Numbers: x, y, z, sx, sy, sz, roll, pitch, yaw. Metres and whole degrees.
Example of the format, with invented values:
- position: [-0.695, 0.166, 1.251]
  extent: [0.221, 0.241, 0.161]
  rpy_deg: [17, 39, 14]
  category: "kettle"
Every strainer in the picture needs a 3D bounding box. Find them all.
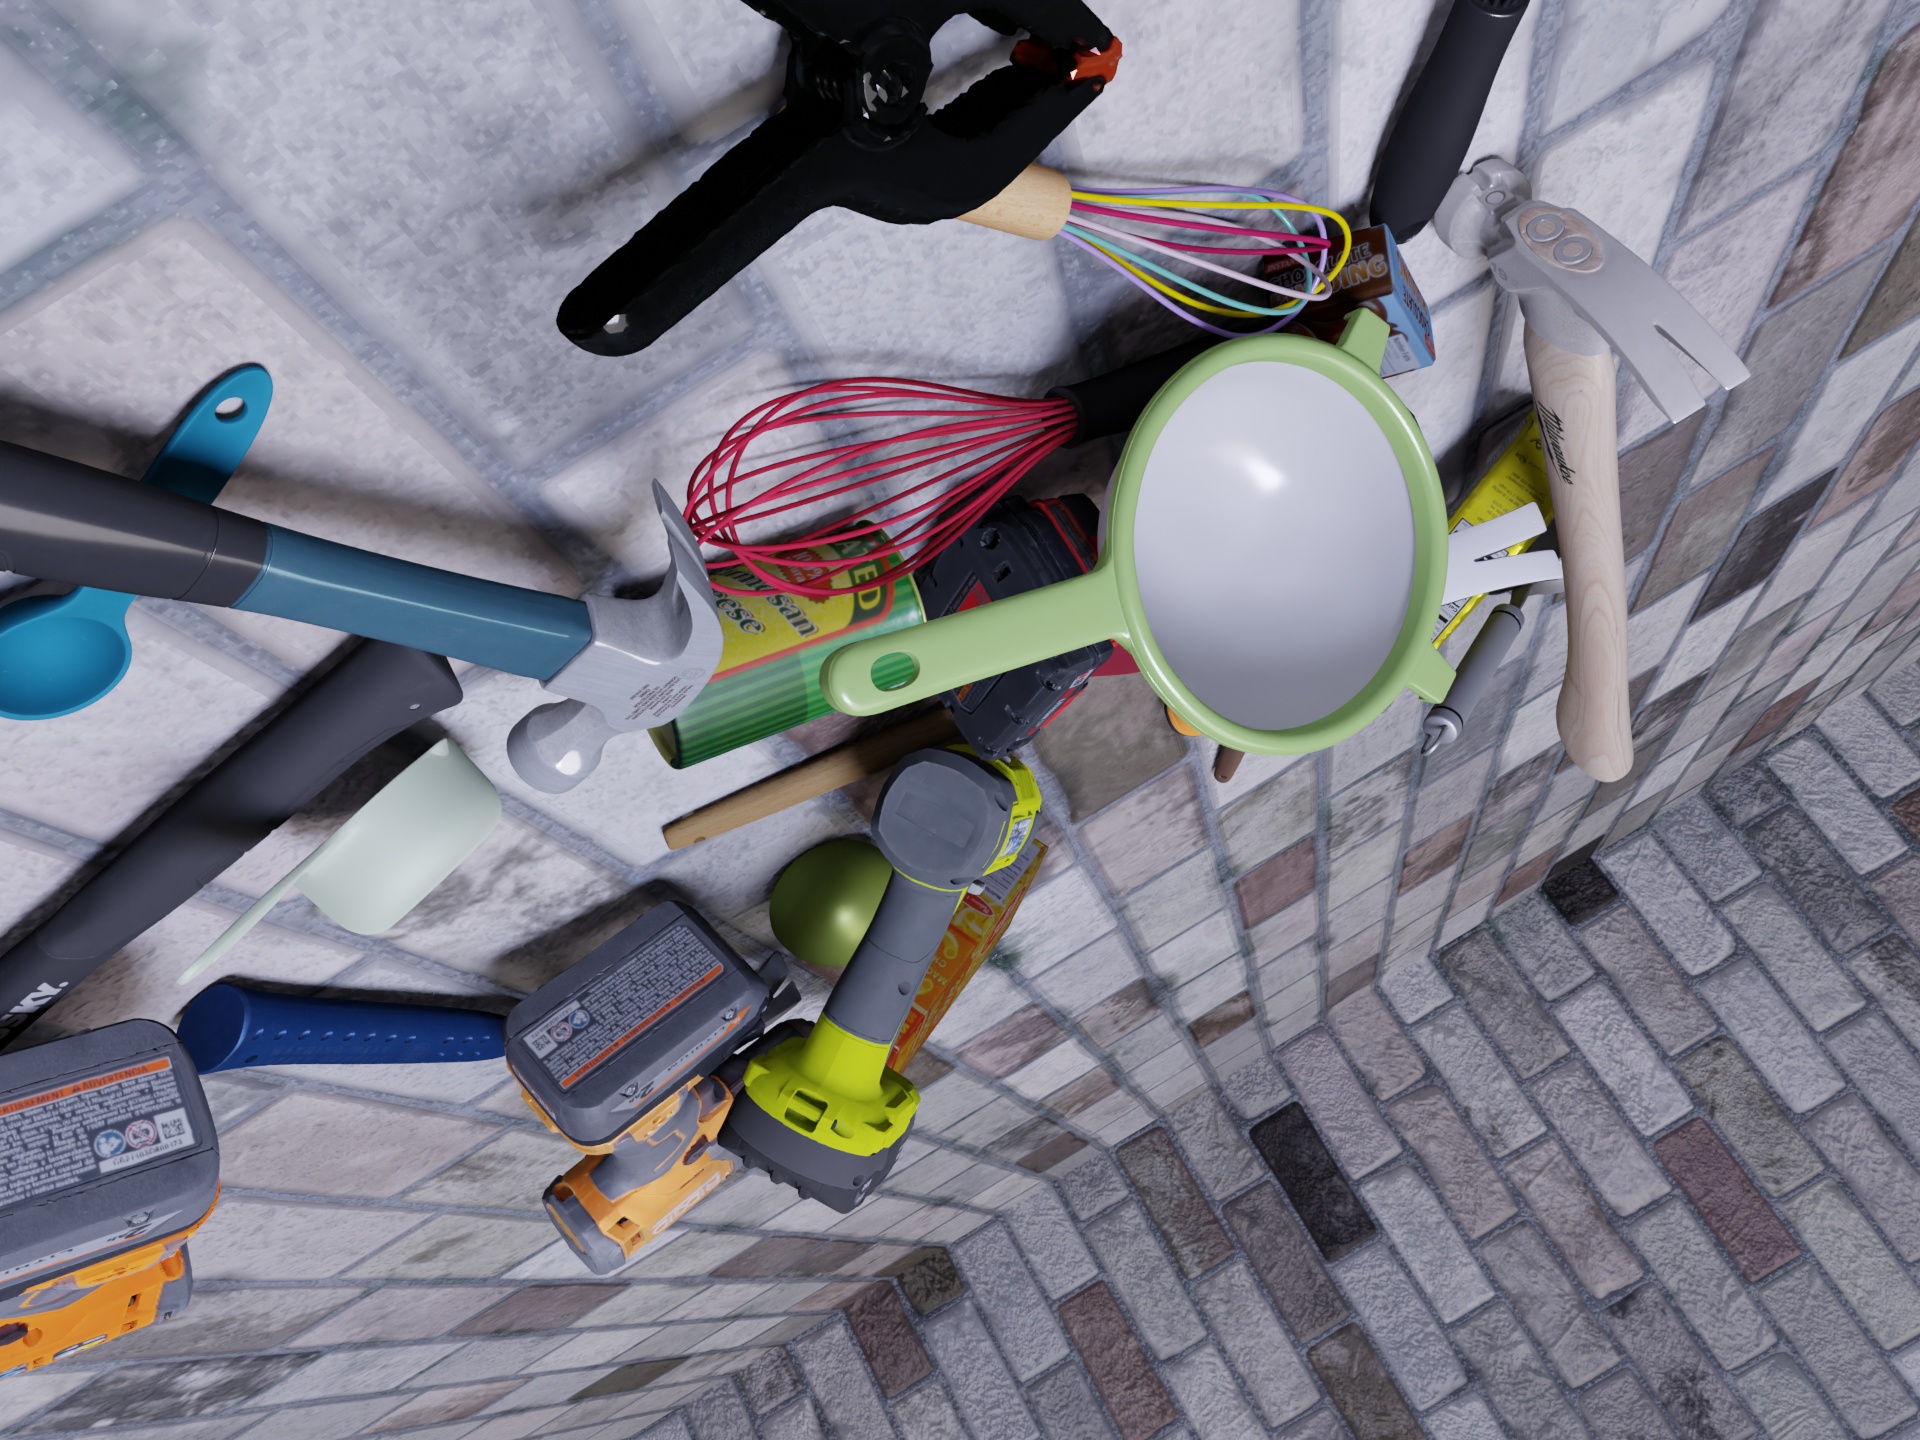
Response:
- position: [0.311, -0.059, 0.899]
  extent: [0.258, 0.050, 0.087]
  rpy_deg: [-48, -172, -36]
  category: "strainer"
- position: [0.059, -0.048, 0.574]
  extent: [0.256, 0.151, 0.069]
  rpy_deg: [-19, -169, -24]
  category: "strainer"

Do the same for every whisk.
- position: [0.045, -0.164, 0.507]
  extent: [0.244, 0.051, 0.047]
  rpy_deg: [-2, 178, -42]
  category: "whisk"
- position: [0.023, -0.106, 0.582]
  extent: [0.296, 0.073, 0.073]
  rpy_deg: [-23, 157, -34]
  category: "whisk"
- position: [0.176, -0.238, 0.517]
  extent: [0.055, 0.055, 0.238]
  rpy_deg: [-25, 161, -13]
  category: "whisk"

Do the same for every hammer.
- position: [-0.305, 0.068, 0.558]
  extent: [0.335, 0.035, 0.146]
  rpy_deg: [-37, 157, 13]
  category: "hammer"
- position: [0.170, -0.033, 0.804]
  extent: [0.127, 0.034, 0.337]
  rpy_deg: [-18, 174, -9]
  category: "hammer"
- position: [0.303, -0.071, 0.751]
  extent: [0.038, 0.146, 0.410]
  rpy_deg: [-32, 143, 3]
  category: "hammer"
- position: [-0.230, 0.165, 0.850]
  extent: [0.144, 0.035, 0.405]
  rpy_deg: [-36, 157, 13]
  category: "hammer"
- position: [-0.197, -0.042, 0.406]
  extent: [0.128, 0.033, 0.330]
  rpy_deg: [-35, 150, 30]
  category: "hammer"

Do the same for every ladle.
- position: [-0.061, 0.140, 1.016]
  extent: [0.078, 0.062, 0.320]
  rpy_deg: [-36, 165, -7]
  category: "ladle"
- position: [-0.001, -0.003, 0.802]
  extent: [0.315, 0.031, 0.069]
  rpy_deg: [-23, 157, -14]
  category: "ladle"

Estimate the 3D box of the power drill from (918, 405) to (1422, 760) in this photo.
- position: [0.092, -0.069, 0.707]
  extent: [0.219, 0.078, 0.143]
  rpy_deg: [-25, 168, -26]
  category: "power drill"

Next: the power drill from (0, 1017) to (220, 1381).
- position: [-0.377, 0.206, 0.608]
  extent: [0.164, 0.084, 0.226]
  rpy_deg: [-13, 156, -38]
  category: "power drill"

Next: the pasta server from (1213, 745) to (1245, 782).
- position: [0.184, -0.017, 0.984]
  extent: [0.316, 0.060, 0.040]
  rpy_deg: [90, 21, -67]
  category: "pasta server"

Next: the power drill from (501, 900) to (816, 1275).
- position: [-0.146, 0.190, 0.857]
  extent: [0.185, 0.084, 0.226]
  rpy_deg: [-36, 152, -27]
  category: "power drill"

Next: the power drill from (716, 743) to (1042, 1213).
- position: [-0.026, 0.117, 0.814]
  extent: [0.228, 0.080, 0.190]
  rpy_deg: [-65, 169, 4]
  category: "power drill"

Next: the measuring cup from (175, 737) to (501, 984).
- position: [-0.208, 0.059, 0.545]
  extent: [0.083, 0.038, 0.168]
  rpy_deg: [-41, -170, 16]
  category: "measuring cup"

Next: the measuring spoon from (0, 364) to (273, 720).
- position: [-0.230, -0.052, 0.436]
  extent: [0.128, 0.021, 0.042]
  rpy_deg: [-47, 154, 14]
  category: "measuring spoon"
